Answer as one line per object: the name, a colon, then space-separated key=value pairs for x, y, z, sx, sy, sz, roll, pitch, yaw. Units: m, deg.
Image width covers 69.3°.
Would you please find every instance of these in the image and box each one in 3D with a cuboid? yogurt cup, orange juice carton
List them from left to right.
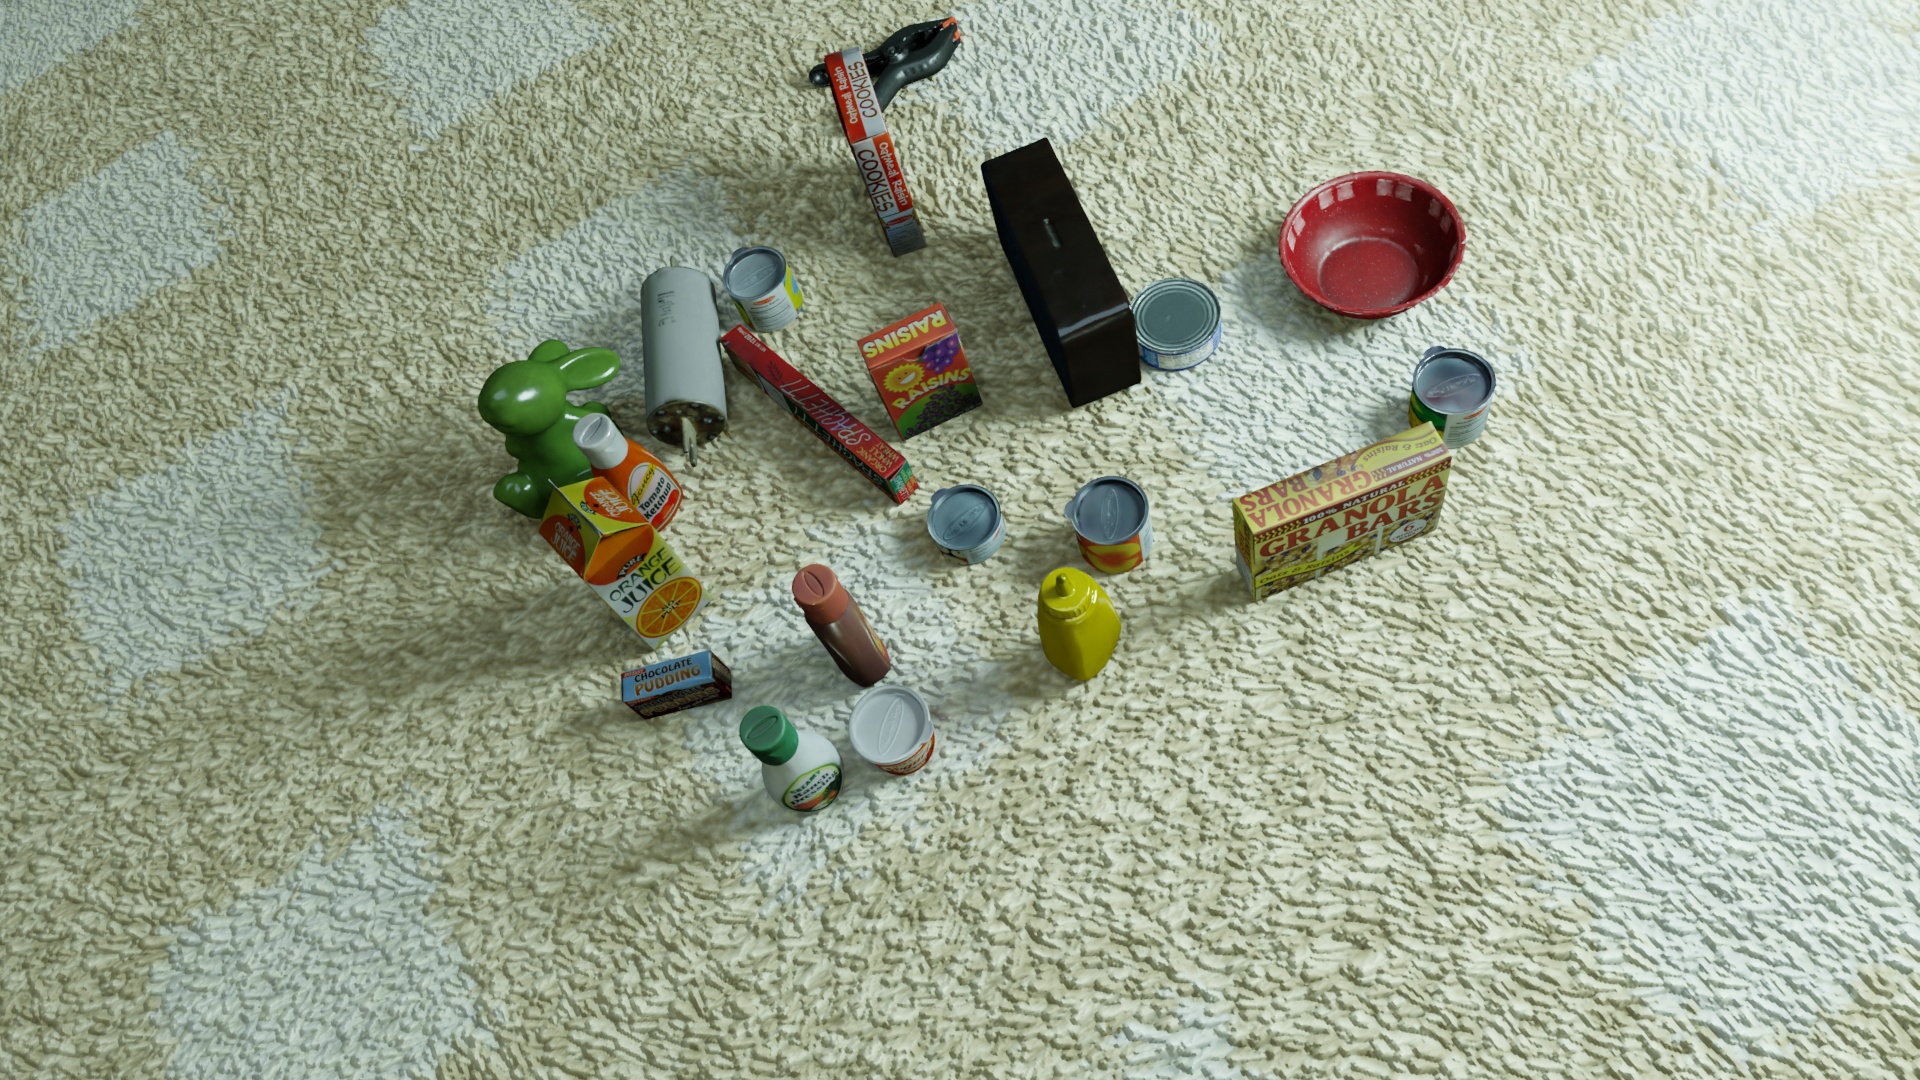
orange juice carton: x=-0.291 y=0.013 z=1.188 sx=0.073 sy=0.192 sz=0.072 roll=-43 pitch=62 yaw=-11
yogurt cup: x=-0.053 y=0.158 z=1.137 sx=0.072 sy=0.053 sz=0.073 roll=-5 pitch=62 yaw=10

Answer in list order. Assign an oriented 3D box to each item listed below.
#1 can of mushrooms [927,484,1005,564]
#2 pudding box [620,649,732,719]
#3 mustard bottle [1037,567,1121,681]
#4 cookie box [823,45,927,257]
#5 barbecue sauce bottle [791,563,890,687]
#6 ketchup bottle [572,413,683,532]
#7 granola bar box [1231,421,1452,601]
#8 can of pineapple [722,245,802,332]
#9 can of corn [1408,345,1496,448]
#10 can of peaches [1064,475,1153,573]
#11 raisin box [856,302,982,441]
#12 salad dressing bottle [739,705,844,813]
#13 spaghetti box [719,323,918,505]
can of mushrooms: x=0.004 y=-0.015 z=1.229 sx=0.071 sy=0.033 sz=0.071 roll=-5 pitch=61 yaw=10
pudding box: x=-0.245 y=0.125 z=1.201 sx=0.084 sy=0.049 sz=0.030 roll=-14 pitch=61 yaw=5
mustard bottle: x=0.090 y=0.058 z=1.097 sx=0.049 sy=0.159 sz=0.065 roll=29 pitch=73 yaw=25
cookie box: x=-0.084 y=-0.380 z=1.366 sx=0.040 sy=0.166 sz=0.123 roll=-19 pitch=60 yaw=3
barbecue sauce bottle: x=-0.100 y=0.067 z=1.142 sx=0.044 sy=0.148 sz=0.065 roll=-36 pitch=61 yaw=-7
ketchup bottle: x=-0.303 y=-0.062 z=1.256 sx=0.043 sy=0.148 sz=0.065 roll=23 pitch=70 yaw=23
granola bar box: x=0.303 y=-0.020 z=1.111 sx=0.165 sy=0.123 sz=0.039 roll=-22 pitch=60 yaw=1
can of pineapple: x=-0.197 y=-0.252 z=1.387 sx=0.071 sy=0.057 sz=0.071 roll=-5 pitch=62 yaw=10
can of corn: x=0.415 y=-0.122 z=1.179 sx=0.071 sy=0.058 sz=0.071 roll=-5 pitch=62 yaw=10
can of peaches: x=0.128 y=-0.013 z=1.185 sx=0.071 sy=0.058 sz=0.071 roll=-5 pitch=62 yaw=10
raisin box: x=-0.036 y=-0.151 z=1.258 sx=0.086 sy=0.123 sz=0.040 roll=-24 pitch=60 yaw=-1
salad dressing bottle: x=-0.134 y=0.172 z=1.094 sx=0.064 sy=0.147 sz=0.044 roll=-35 pitch=61 yaw=-6
spaghetti box: x=-0.135 y=-0.120 z=1.307 sx=0.029 sy=0.050 sz=0.250 roll=-44 pitch=62 yaw=-12
